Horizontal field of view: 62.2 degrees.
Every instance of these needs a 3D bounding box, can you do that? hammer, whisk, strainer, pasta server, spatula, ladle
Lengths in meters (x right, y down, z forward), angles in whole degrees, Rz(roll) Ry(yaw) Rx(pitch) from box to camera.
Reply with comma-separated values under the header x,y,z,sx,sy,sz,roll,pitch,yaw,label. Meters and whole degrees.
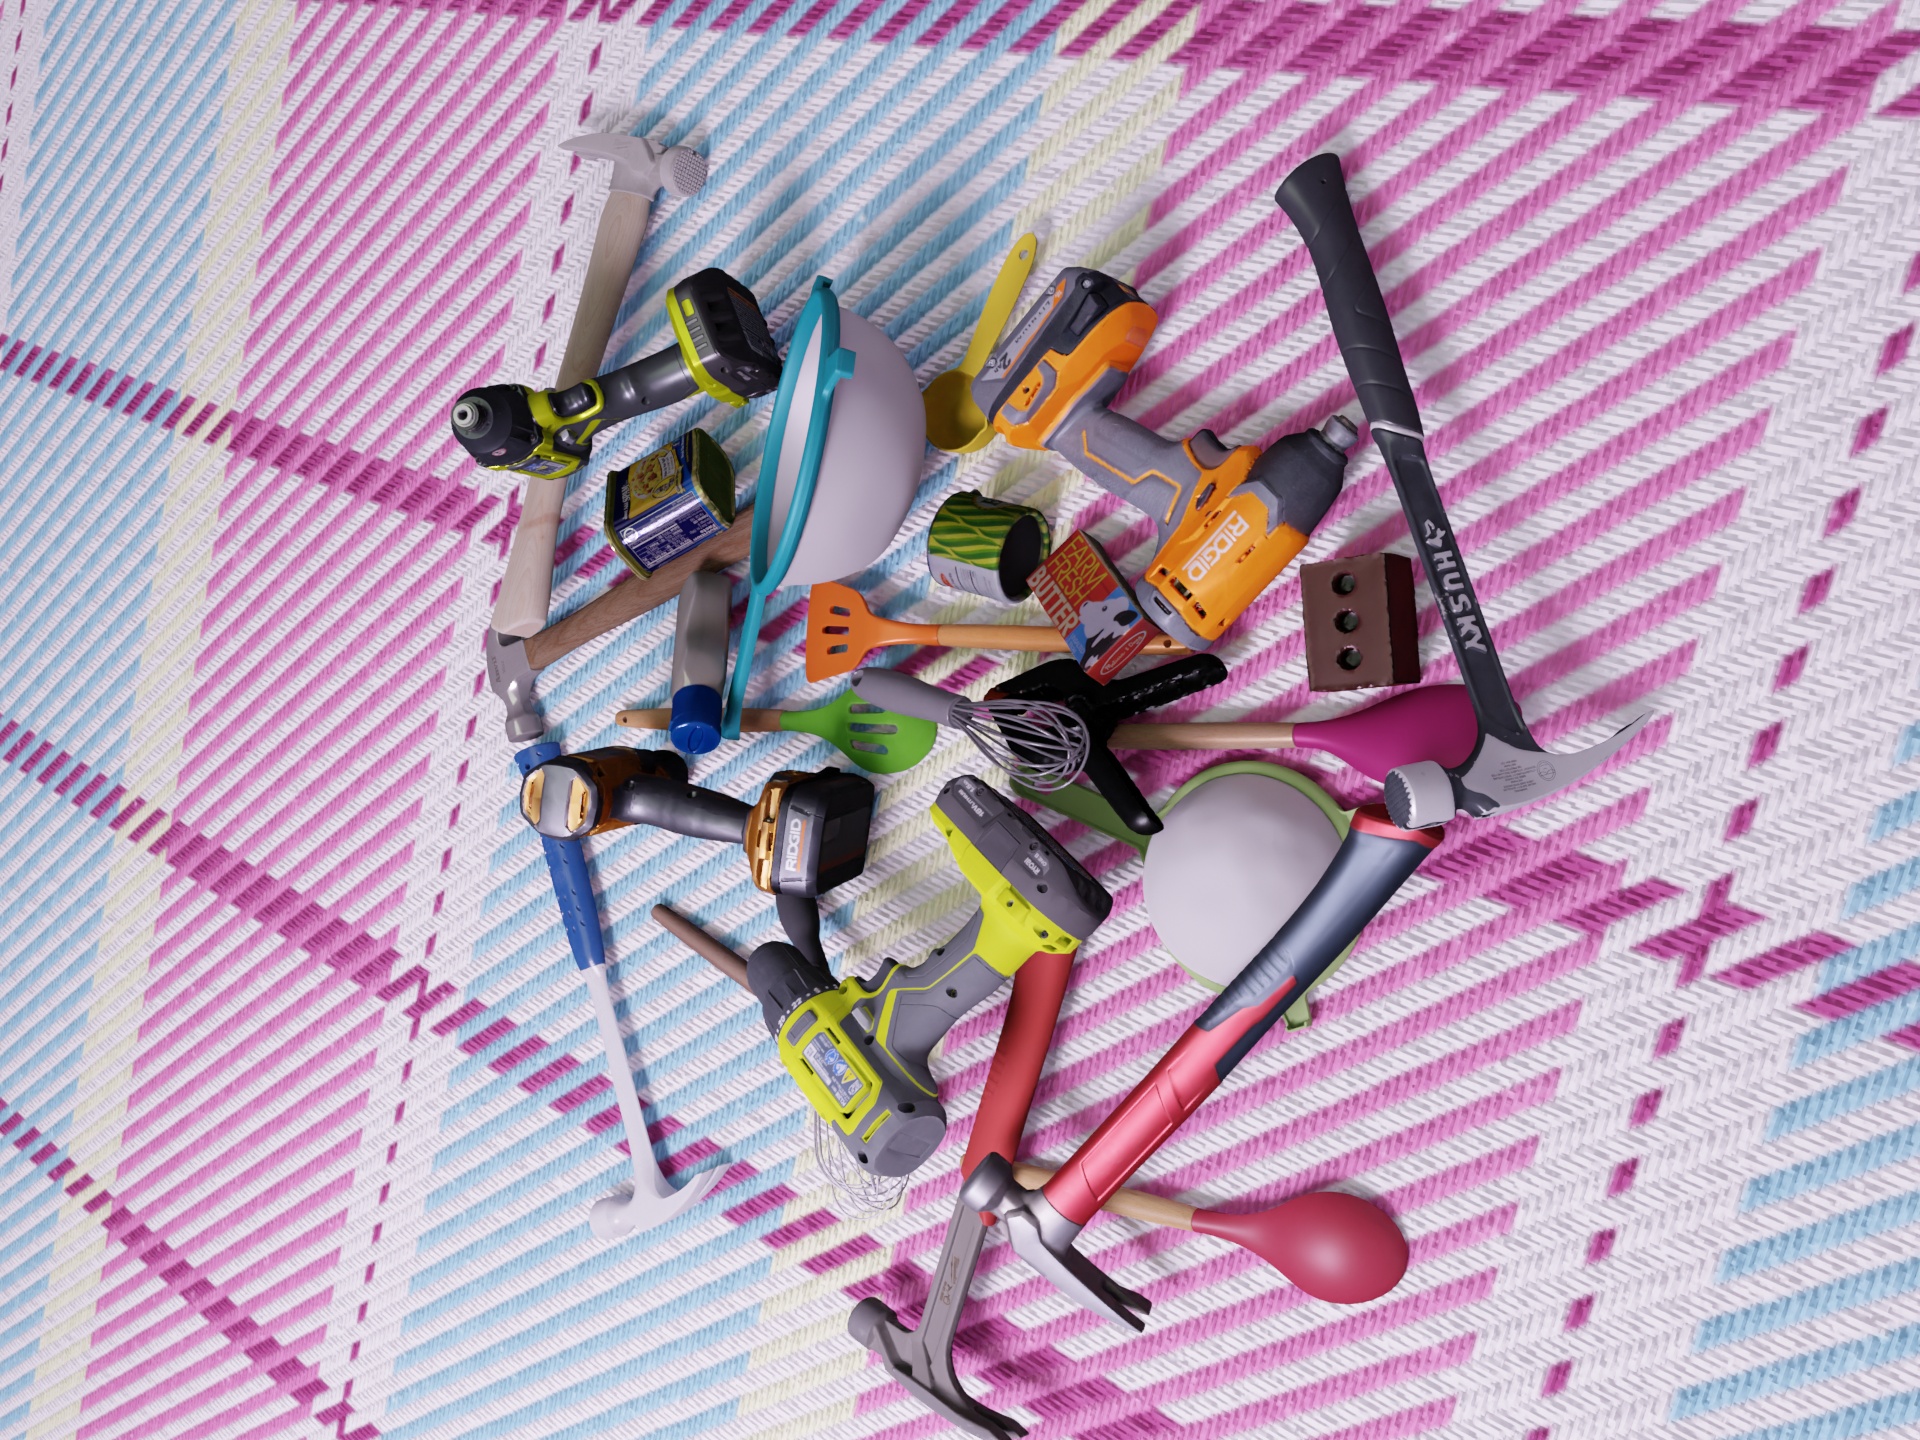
x,y,z,sx,sy,sz,roll,pitch,yaw,label
0.029,0.290,1.067,0.149,0.036,0.359,21,98,37,hammer
-0.001,-0.002,1.046,0.239,0.055,0.055,19,102,49,whisk
0.125,0.082,0.998,0.256,0.069,0.151,24,104,30,strainer
0.159,0.204,0.939,0.143,0.038,0.386,39,114,4,hammer
-0.134,0.220,1.195,0.316,0.060,0.040,28,87,34,pasta server
0.013,-0.059,1.103,0.323,0.041,0.081,4,91,30,spatula
0.258,-0.145,0.898,0.149,0.036,0.409,-11,73,-8,hammer
0.129,0.314,1.025,0.315,0.031,0.069,2,94,36,ladle
-0.094,-0.127,1.122,0.211,0.095,0.340,-107,30,-59,strainer
-0.274,-0.098,1.291,0.331,0.031,0.130,-24,78,32,hammer
-0.321,-0.271,1.296,0.146,0.038,0.410,21,97,34,hammer
-0.090,0.215,1.114,0.070,0.070,0.285,-45,44,26,whisk
-0.294,0.212,1.306,0.144,0.035,0.406,-25,77,32,hammer

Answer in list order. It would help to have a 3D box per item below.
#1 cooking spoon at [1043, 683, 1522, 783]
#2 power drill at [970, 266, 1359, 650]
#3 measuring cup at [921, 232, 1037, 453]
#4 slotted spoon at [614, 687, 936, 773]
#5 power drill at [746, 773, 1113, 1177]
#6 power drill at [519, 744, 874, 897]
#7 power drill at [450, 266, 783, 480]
x,y,z,sx,sy,sz,roll,pitch,yaw,label
0.184,0.009,0.980,0.319,0.017,0.069,-1,63,37,cooking spoon
0.129,-0.178,0.989,0.164,0.084,0.227,-48,70,23,power drill
0.023,-0.257,1.091,0.062,0.029,0.156,33,106,30,measuring cup
-0.153,0.002,1.213,0.314,0.031,0.070,1,96,36,slotted spoon
-0.031,0.151,1.029,0.228,0.080,0.191,-49,49,3,power drill
-0.180,0.063,1.169,0.226,0.185,0.084,10,96,15,power drill
-0.252,-0.244,1.162,0.223,0.171,0.080,-22,90,9,power drill
